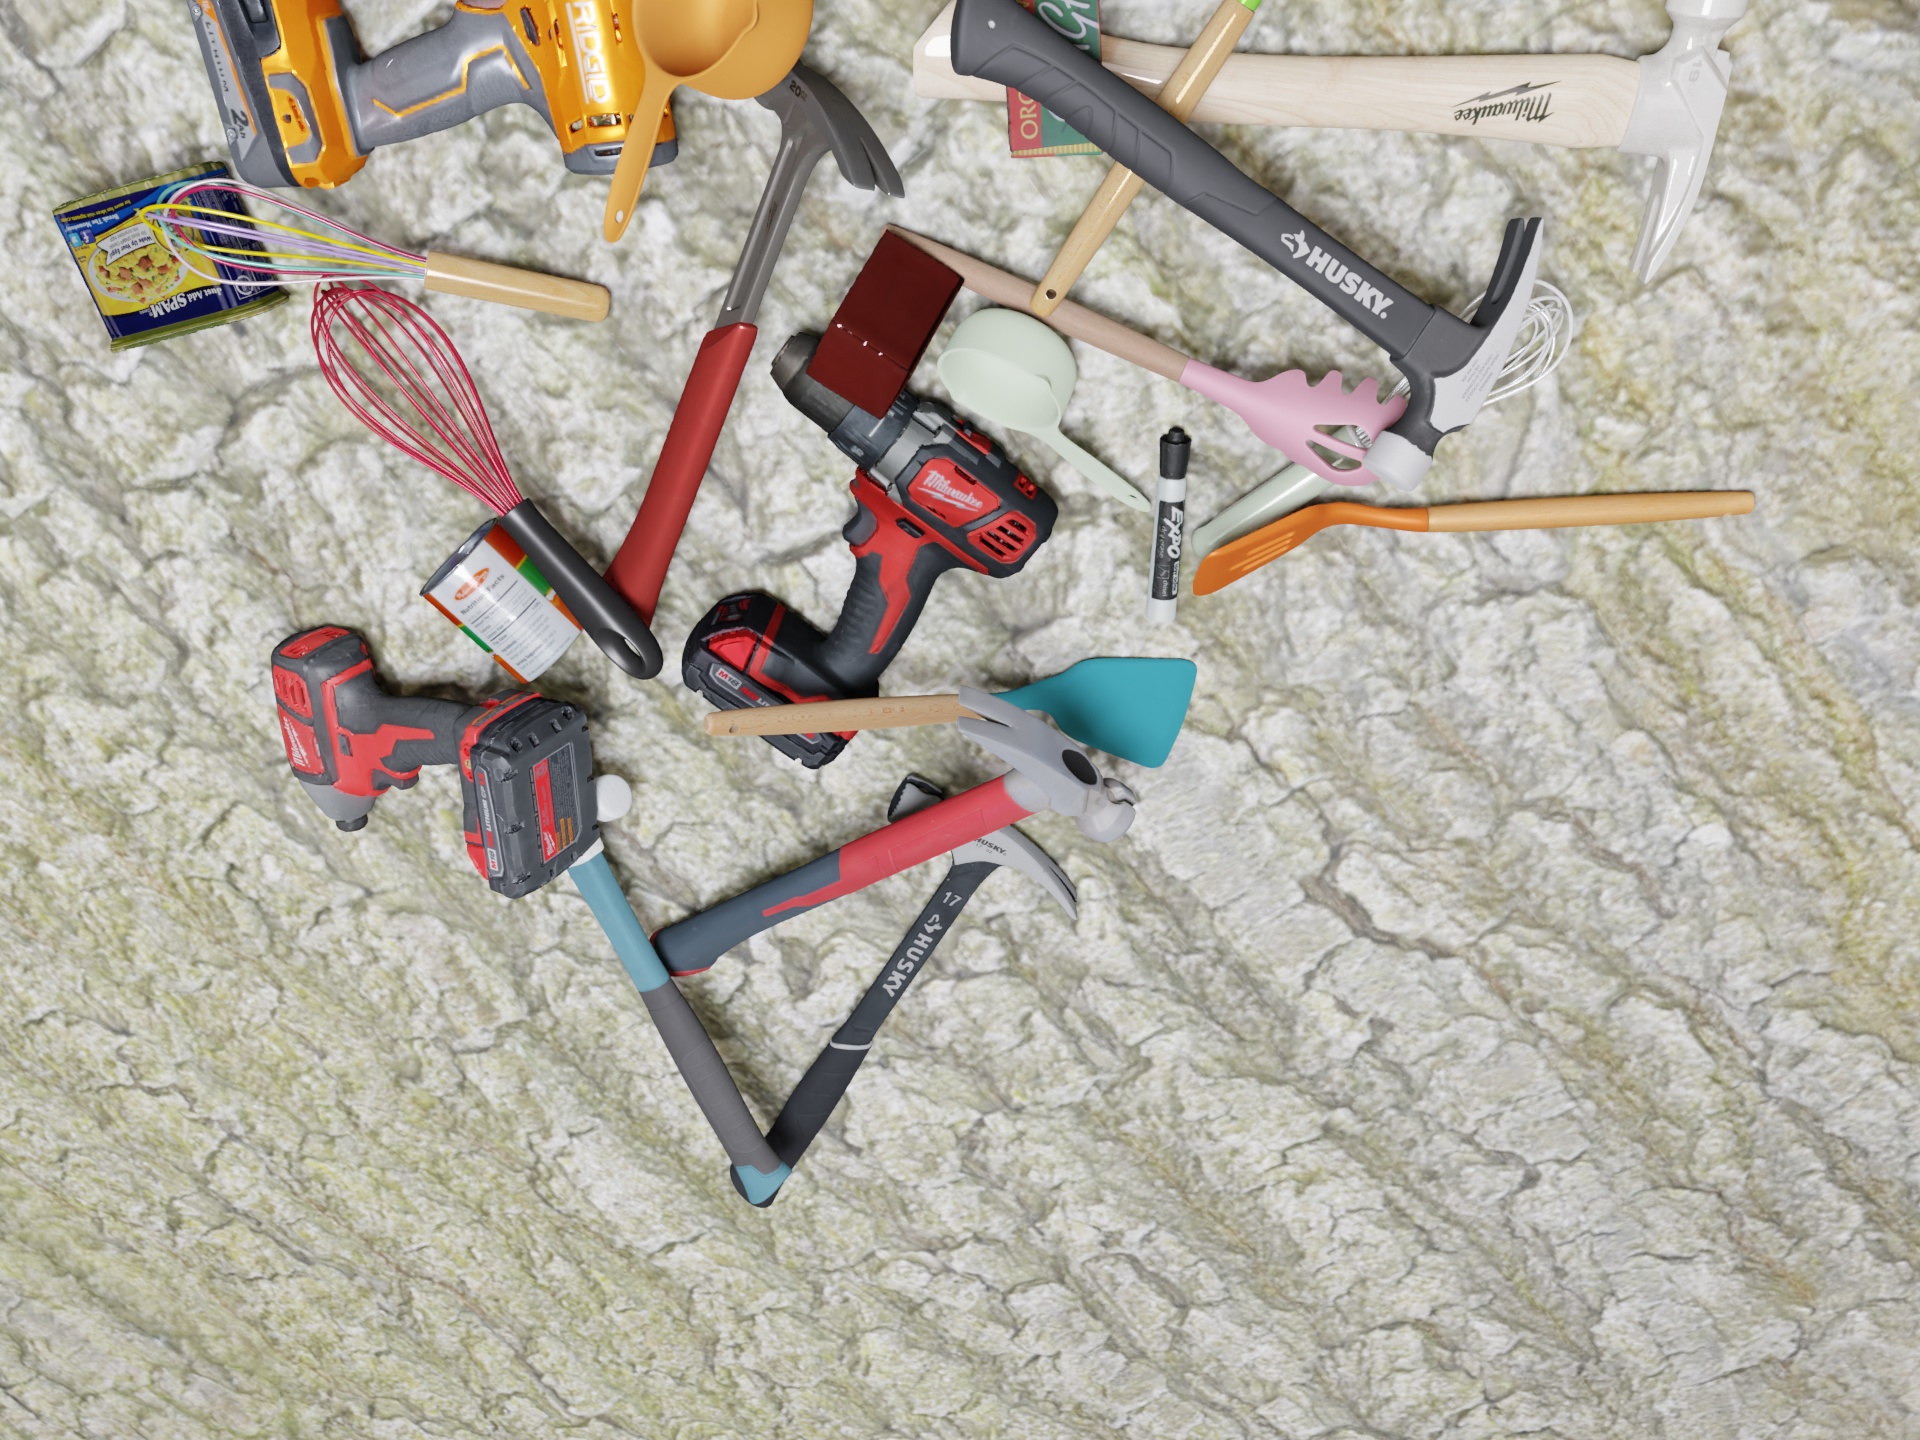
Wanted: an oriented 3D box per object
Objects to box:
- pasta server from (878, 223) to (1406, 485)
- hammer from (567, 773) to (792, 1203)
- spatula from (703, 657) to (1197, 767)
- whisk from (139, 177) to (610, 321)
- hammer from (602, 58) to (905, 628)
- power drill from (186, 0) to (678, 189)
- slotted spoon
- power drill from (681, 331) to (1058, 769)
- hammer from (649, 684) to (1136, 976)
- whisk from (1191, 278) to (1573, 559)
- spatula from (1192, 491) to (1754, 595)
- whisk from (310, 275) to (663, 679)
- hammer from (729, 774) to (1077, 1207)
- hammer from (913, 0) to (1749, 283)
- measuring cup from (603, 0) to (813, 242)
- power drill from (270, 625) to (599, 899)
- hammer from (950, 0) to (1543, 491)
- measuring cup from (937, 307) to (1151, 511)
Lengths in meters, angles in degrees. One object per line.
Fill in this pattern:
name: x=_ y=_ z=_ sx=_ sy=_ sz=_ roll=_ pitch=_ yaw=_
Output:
pasta server: x=0.101 y=-0.207 z=0.880 sx=0.316 sy=0.040 sz=0.060 roll=25 pitch=123 yaw=5
hammer: x=-0.205 y=0.194 z=1.102 sx=0.128 sy=0.033 sz=0.331 roll=-17 pitch=105 yaw=39
spatula: x=-0.002 y=-0.003 z=0.962 sx=0.317 sy=0.044 sz=0.082 roll=-4 pitch=126 yaw=-30
whisk: x=-0.319 y=-0.255 z=0.883 sx=0.245 sy=0.051 sz=0.047 roll=7 pitch=142 yaw=-20
hammer: x=-0.137 y=-0.183 z=0.896 sx=0.036 sy=0.149 sz=0.359 roll=0 pitch=134 yaw=-36
power drill: x=-0.271 y=-0.363 z=0.825 sx=0.226 sy=0.084 sz=0.164 roll=-4 pitch=118 yaw=3
slotted spoon: x=0.122 y=-0.333 z=0.788 sx=0.070 sy=0.031 sz=0.313 roll=31 pitch=119 yaw=-10
power drill: x=-0.077 y=-0.102 z=0.953 sx=0.187 sy=0.080 sz=0.226 roll=36 pitch=114 yaw=-14
hammer: x=-0.083 y=0.089 z=1.017 sx=0.386 sy=0.038 sz=0.143 roll=-26 pitch=135 yaw=35
whisk: x=0.233 y=-0.164 z=0.907 sx=0.246 sy=0.057 sz=0.059 roll=-34 pitch=76 yaw=25
spatula: x=0.296 y=-0.109 z=0.926 sx=0.322 sy=0.081 sz=0.041 roll=-3 pitch=78 yaw=3
whisk: x=-0.276 y=-0.139 z=0.937 sx=0.073 sy=0.073 sz=0.295 roll=-35 pitch=102 yaw=22
hammer: x=-0.065 y=0.221 z=1.156 sx=0.149 sy=0.036 sz=0.408 roll=27 pitch=119 yaw=-10
hammer: x=0.180 y=-0.318 z=0.828 sx=0.410 sy=0.038 sz=0.146 roll=5 pitch=121 yaw=3
measuring cup: x=-0.132 y=-0.320 z=0.806 sx=0.095 sy=0.052 sz=0.173 roll=38 pitch=114 yaw=29
power drill: x=-0.345 y=0.030 z=1.023 sx=0.220 sy=0.078 sz=0.143 roll=16 pitch=121 yaw=24
hammer: x=0.138 y=-0.262 z=0.788 sx=0.334 sy=0.035 sz=0.146 roll=30 pitch=100 yaw=-15
measuring cup: x=0.060 y=-0.178 z=0.915 sx=0.167 sy=0.038 sz=0.083 roll=33 pitch=163 yaw=-33
